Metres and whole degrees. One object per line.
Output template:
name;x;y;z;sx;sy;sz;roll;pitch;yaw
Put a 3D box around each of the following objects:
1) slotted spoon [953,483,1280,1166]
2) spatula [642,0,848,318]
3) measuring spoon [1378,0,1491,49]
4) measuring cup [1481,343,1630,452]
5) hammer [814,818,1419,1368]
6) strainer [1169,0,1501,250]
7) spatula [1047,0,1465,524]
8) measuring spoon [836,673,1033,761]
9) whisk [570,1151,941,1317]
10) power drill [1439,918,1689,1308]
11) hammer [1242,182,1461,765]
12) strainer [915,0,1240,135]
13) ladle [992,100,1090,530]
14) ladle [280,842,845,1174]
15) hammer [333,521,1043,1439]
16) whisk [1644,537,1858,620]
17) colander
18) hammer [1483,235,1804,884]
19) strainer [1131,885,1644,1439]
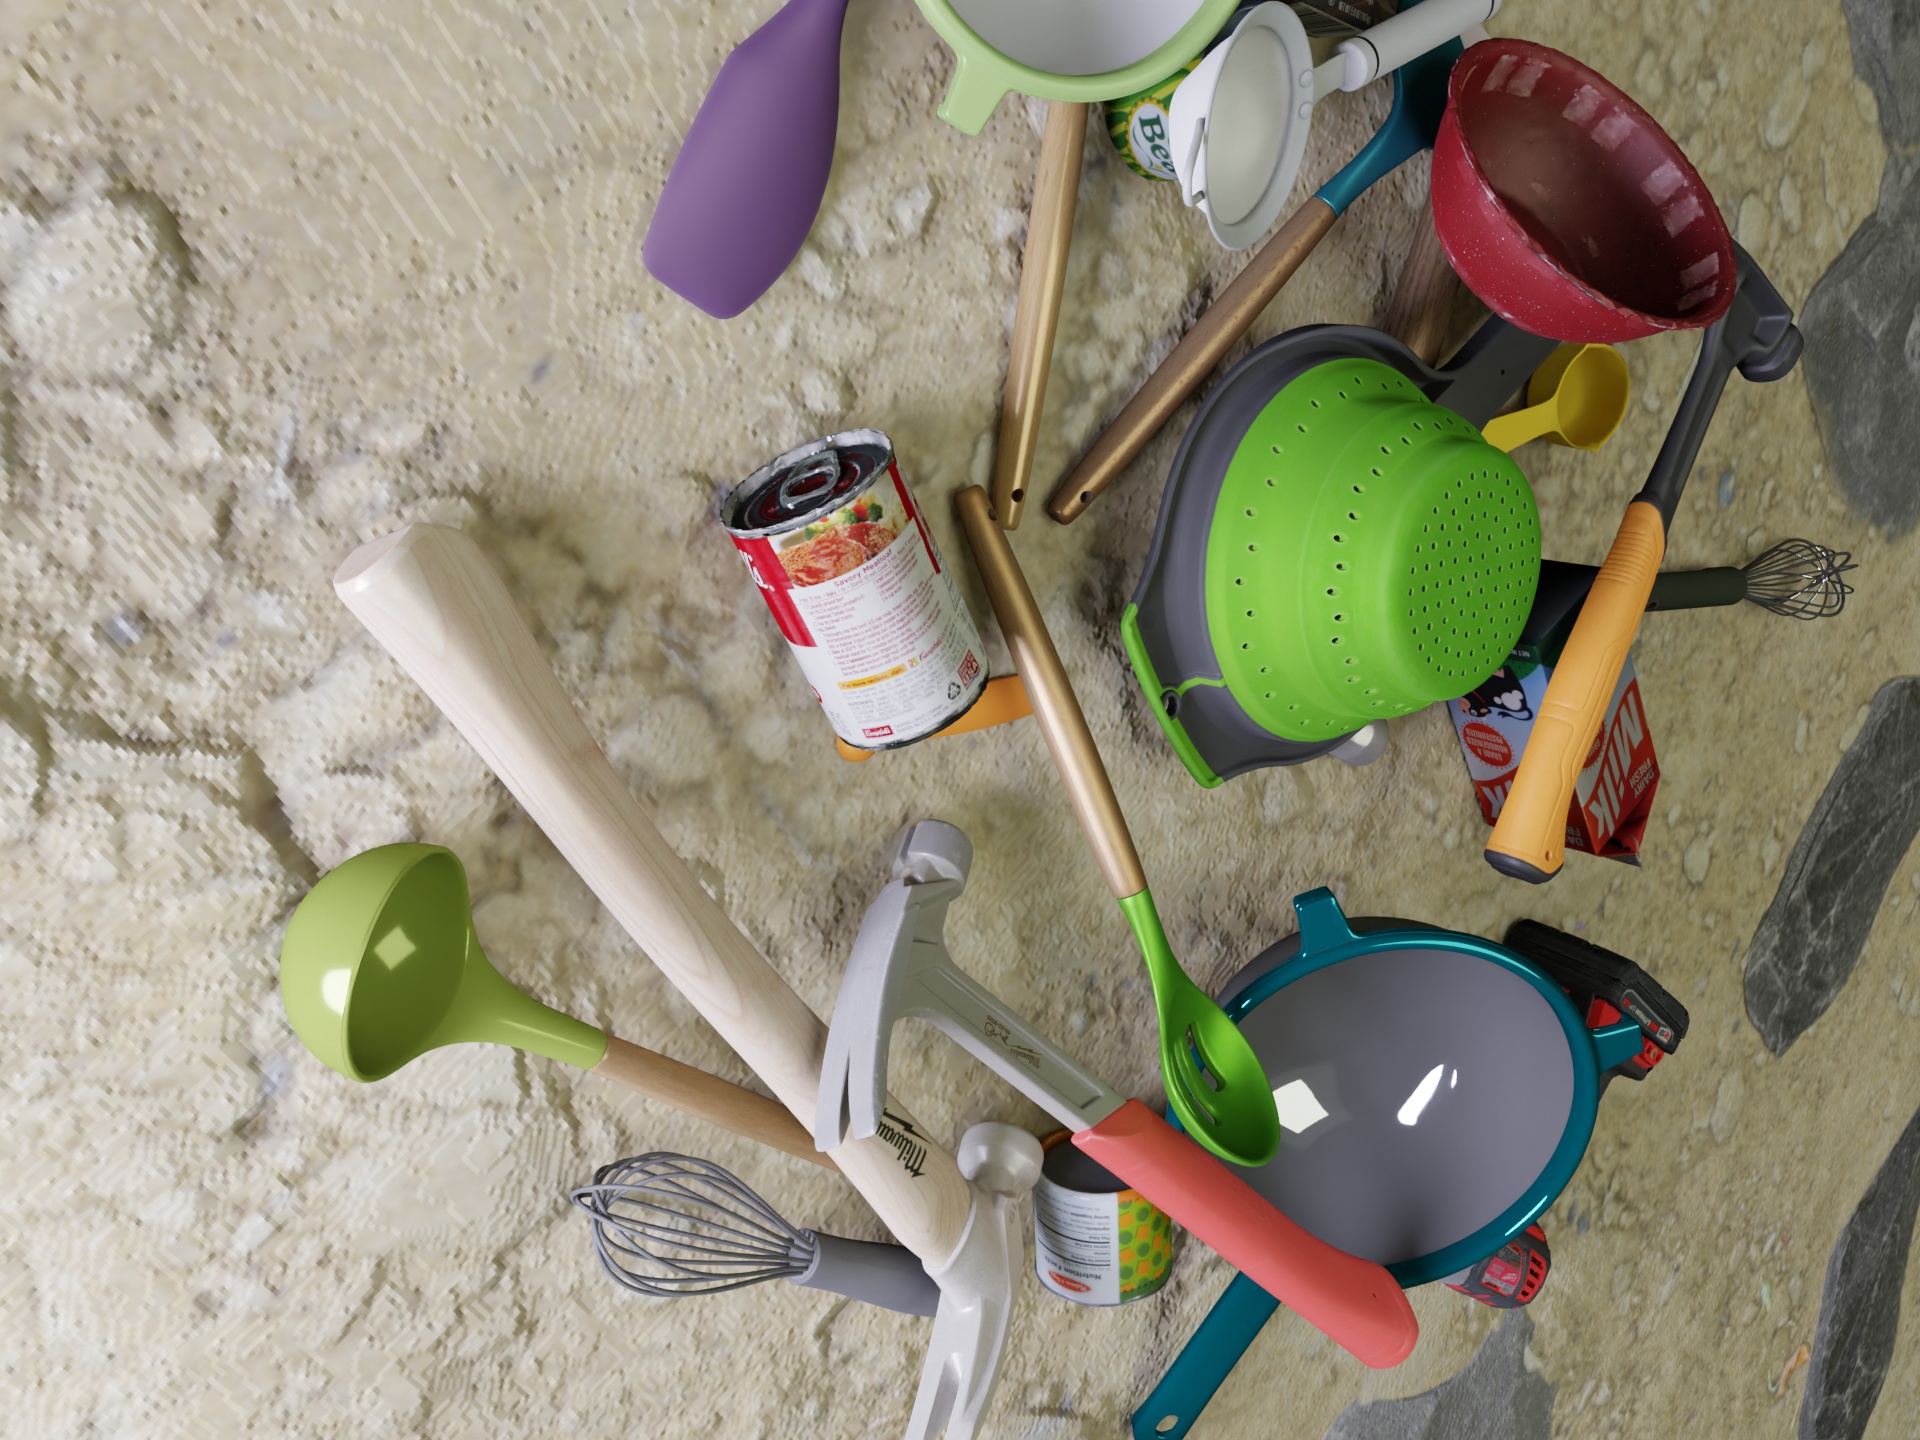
slotted spoon;0.063;0.048;0.671;0.070;0.031;0.313;-35;104;-56
spatula;-0.031;-0.291;0.568;0.059;0.018;0.316;26;87;-44
measuring spoon;0.230;-0.335;0.765;0.124;0.018;0.034;15;97;-46
measuring cup;0.294;-0.160;0.857;0.156;0.029;0.062;-23;115;-19
hammer;0.085;0.199;0.688;0.358;0.036;0.149;42;40;-25
strainer;0.148;-0.255;0.627;0.258;0.050;0.086;-36;137;-32
spatula;0.138;-0.209;0.709;0.317;0.044;0.082;-49;130;-8
measuring spoon;-0.001;-0.002;0.671;0.117;0.011;0.021;-15;110;-34
whisk;-0.063;0.221;0.660;0.238;0.055;0.055;32;82;-43
power drill;0.340;0.241;0.962;0.143;0.079;0.220;34;83;-38
hammer;0.207;-0.147;0.783;0.130;0.031;0.331;17;91;-40
strainer;0.079;-0.317;0.575;0.256;0.069;0.151;-21;116;-16
ladle;0.040;-0.233;0.634;0.069;0.031;0.315;1;103;-32
ladle;-0.110;0.133;0.596;0.319;0.062;0.078;37;61;-41
hammer;-0.086;0.104;0.584;0.410;0.038;0.146;56;32;-29
whisk;0.498;-0.088;1.020;0.246;0.058;0.059;-6;71;-34
colander;0.242;-0.125;0.733;0.397;0.095;0.204;-45;125;-21
hammer;0.337;-0.079;0.808;0.127;0.034;0.337;27;84;-38
strainer;0.171;0.229;0.821;0.211;0.095;0.340;23;111;-14
